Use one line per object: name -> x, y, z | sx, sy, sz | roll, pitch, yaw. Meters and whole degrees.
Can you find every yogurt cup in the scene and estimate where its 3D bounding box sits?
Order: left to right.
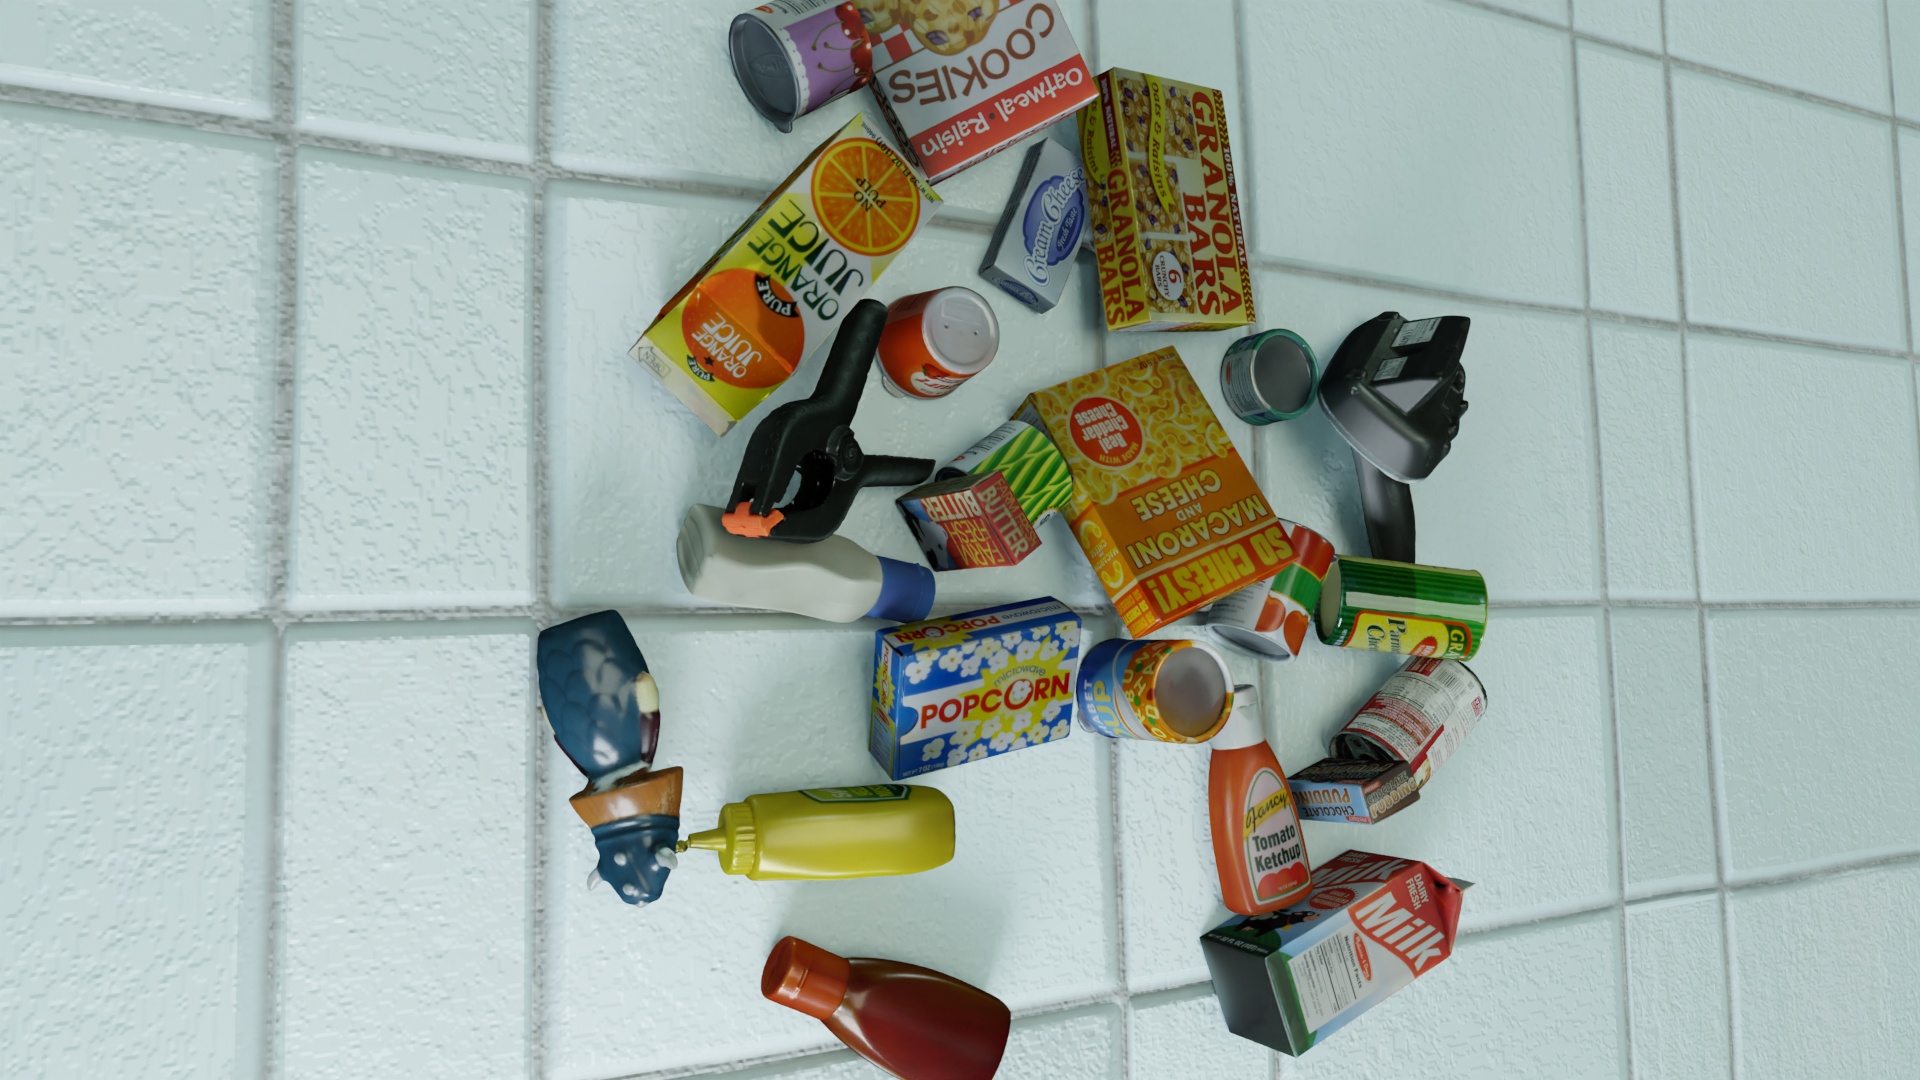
yogurt cup -> -0.012, -0.124, 0.854 | 0.072, 0.054, 0.072 | 3, 83, -29

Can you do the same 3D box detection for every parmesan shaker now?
parmesan shaker -> 0.310, 0.049, 0.988 | 0.103, 0.071, 0.071 | 6, 82, -2

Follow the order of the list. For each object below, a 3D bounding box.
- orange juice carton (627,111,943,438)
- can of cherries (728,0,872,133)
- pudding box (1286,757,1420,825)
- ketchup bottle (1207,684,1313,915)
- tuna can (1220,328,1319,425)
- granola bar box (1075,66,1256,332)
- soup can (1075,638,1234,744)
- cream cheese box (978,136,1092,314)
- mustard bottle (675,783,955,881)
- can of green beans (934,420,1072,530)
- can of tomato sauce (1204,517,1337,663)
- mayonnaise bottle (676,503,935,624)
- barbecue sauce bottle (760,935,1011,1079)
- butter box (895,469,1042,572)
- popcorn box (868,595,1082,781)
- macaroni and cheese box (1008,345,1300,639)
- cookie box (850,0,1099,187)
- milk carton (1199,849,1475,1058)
orange juice carton -> -0.102, -0.150, 0.796 | 0.071, 0.073, 0.193 | 45, 67, -18
can of cherries -> -0.093, -0.285, 0.820 | 0.058, 0.071, 0.071 | -35, 102, -27
pudding box -> 0.268, 0.173, 0.961 | 0.050, 0.083, 0.030 | -20, 93, -28
ketchup bottle -> 0.196, 0.174, 0.944 | 0.065, 0.043, 0.148 | -12, 90, -29
tuna can -> 0.224, -0.117, 0.992 | 0.071, 0.033, 0.071 | 3, 84, -28
granola bar box -> 0.139, -0.224, 0.937 | 0.124, 0.039, 0.165 | -8, 90, -45
soup can -> 0.122, 0.098, 0.888 | 0.071, 0.083, 0.071 | 2, 85, -28
cream cheese box -> 0.054, -0.207, 0.914 | 0.053, 0.024, 0.104 | 28, 72, -22
mustard bottle -> -0.084, 0.165, 0.783 | 0.160, 0.065, 0.049 | 1, 89, -24
can of green beans -> 0.027, -0.032, 0.859 | 0.058, 0.071, 0.071 | -37, 103, -26
can of tomato sauce -> 0.213, 0.035, 0.954 | 0.071, 0.071, 0.083 | 30, 73, -23
mayonnaise bottle -> -0.086, 0.019, 0.798 | 0.148, 0.065, 0.041 | 14, 117, -30
barbecue sauce bottle -> -0.044, 0.273, 0.805 | 0.148, 0.043, 0.065 | 30, 72, -22
butter box -> 0.003, -0.010, 0.823 | 0.024, 0.103, 0.053 | -35, 103, -25
popcorn box -> 0.010, 0.087, 0.836 | 0.127, 0.038, 0.084 | -9, 118, -29
macaroni and cheese box -> 0.125, -0.034, 0.898 | 0.124, 0.040, 0.166 | -21, 75, -28
cookie box -> -0.006, -0.322, 0.862 | 0.123, 0.040, 0.167 | -28, 99, -5
milk carton -> 0.266, 0.271, 0.957 | 0.191, 0.072, 0.073 | -20, 95, -27
